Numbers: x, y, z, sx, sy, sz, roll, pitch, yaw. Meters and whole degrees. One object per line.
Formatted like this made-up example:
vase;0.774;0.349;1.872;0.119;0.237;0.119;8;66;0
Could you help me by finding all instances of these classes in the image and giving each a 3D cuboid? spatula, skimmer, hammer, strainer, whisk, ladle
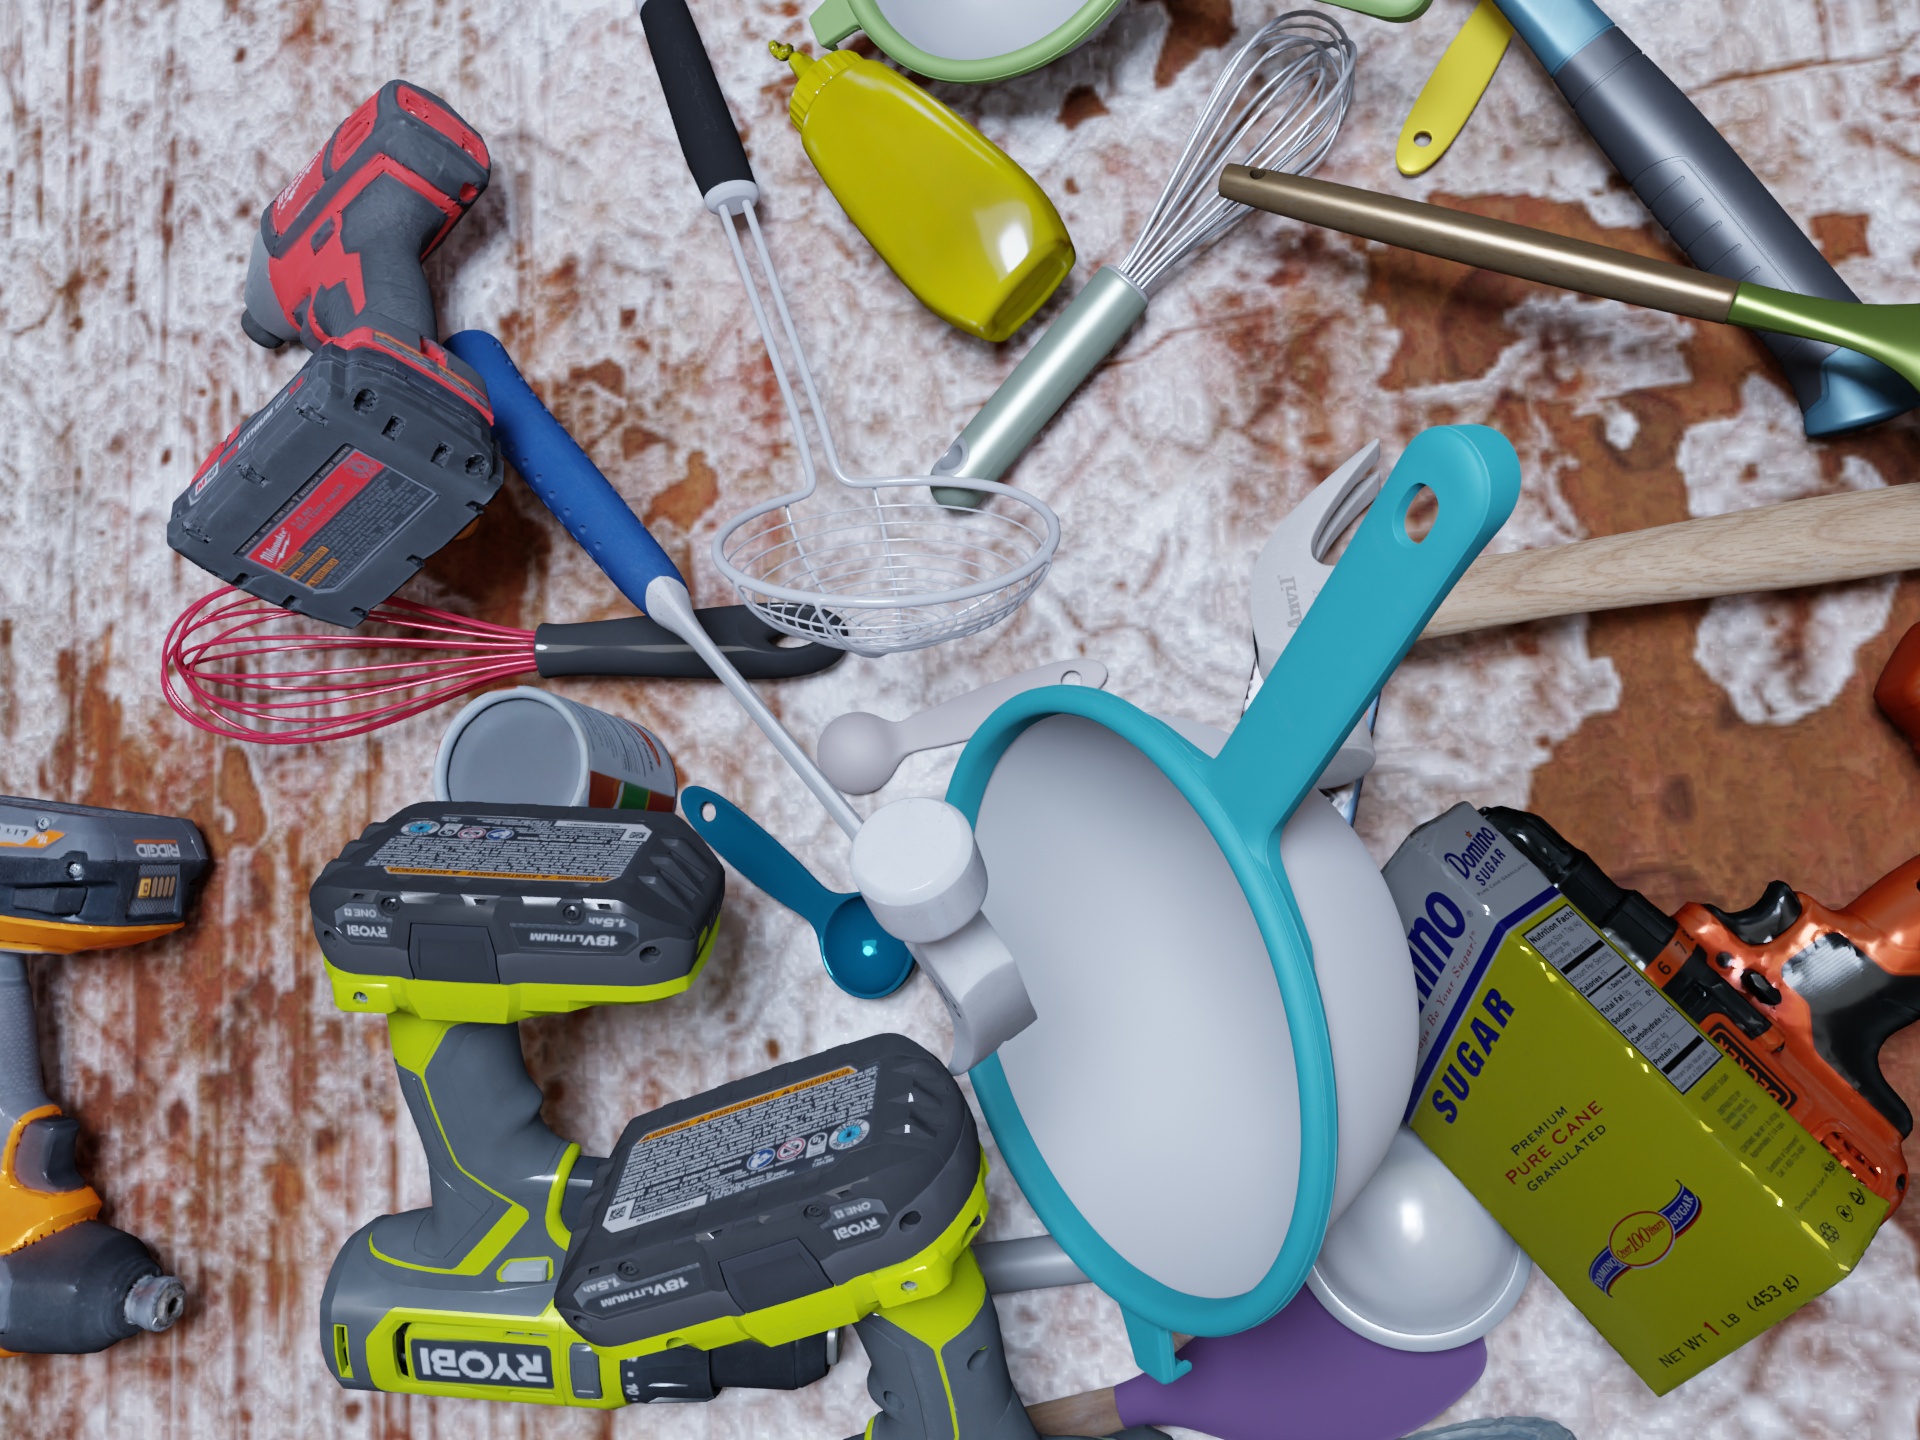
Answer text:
spatula;0.035;0.262;0.586;0.316;0.018;0.060;-18;71;8
skimmer;-0.070;-0.180;0.628;0.127;0.090;0.364;-13;68;-19
hammer;0.242;-0.240;0.599;0.128;0.033;0.331;-37;81;15
strainer;0.099;0.044;0.489;0.095;0.340;0.211;-10;53;-29
strainer;0.070;-0.309;0.632;0.256;0.069;0.151;26;103;23
whisk;-0.193;-0.027;0.665;0.296;0.073;0.073;-2;80;5
ladle;0.242;-0.146;0.562;0.320;0.062;0.078;21;66;20
hammer;-0.100;-0.033;0.580;0.035;0.143;0.406;-35;52;-11
hammer;0.269;-0.060;0.567;0.331;0.031;0.130;-9;57;5
strainer;0.094;0.189;0.576;0.258;0.050;0.087;-12;63;13
whisk;0.072;-0.181;0.640;0.246;0.059;0.058;-49;38;5

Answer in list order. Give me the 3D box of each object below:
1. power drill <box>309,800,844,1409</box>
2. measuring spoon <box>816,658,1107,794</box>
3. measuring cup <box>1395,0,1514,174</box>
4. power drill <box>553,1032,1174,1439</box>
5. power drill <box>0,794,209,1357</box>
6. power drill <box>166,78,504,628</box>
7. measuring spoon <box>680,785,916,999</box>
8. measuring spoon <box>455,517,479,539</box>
power drill;-0.139;0.151;0.577;0.190;0.080;0.228;2;110;4
measuring spoon;-0.001;-0.002;0.637;0.124;0.018;0.034;-19;77;8
measuring cup;0.215;-0.289;0.630;0.062;0.029;0.156;29;87;15
power drill;-0.032;0.228;0.526;0.171;0.080;0.223;-20;110;10
power drill;-0.388;0.149;0.668;0.164;0.084;0.226;6;86;12
power drill;-0.255;-0.154;0.654;0.143;0.078;0.220;-34;48;25
measuring spoon;-0.065;0.064;0.644;0.129;0.021;0.042;36;104;24
measuring spoon;-0.263;-0.106;0.717;0.117;0.011;0.021;22;87;18
